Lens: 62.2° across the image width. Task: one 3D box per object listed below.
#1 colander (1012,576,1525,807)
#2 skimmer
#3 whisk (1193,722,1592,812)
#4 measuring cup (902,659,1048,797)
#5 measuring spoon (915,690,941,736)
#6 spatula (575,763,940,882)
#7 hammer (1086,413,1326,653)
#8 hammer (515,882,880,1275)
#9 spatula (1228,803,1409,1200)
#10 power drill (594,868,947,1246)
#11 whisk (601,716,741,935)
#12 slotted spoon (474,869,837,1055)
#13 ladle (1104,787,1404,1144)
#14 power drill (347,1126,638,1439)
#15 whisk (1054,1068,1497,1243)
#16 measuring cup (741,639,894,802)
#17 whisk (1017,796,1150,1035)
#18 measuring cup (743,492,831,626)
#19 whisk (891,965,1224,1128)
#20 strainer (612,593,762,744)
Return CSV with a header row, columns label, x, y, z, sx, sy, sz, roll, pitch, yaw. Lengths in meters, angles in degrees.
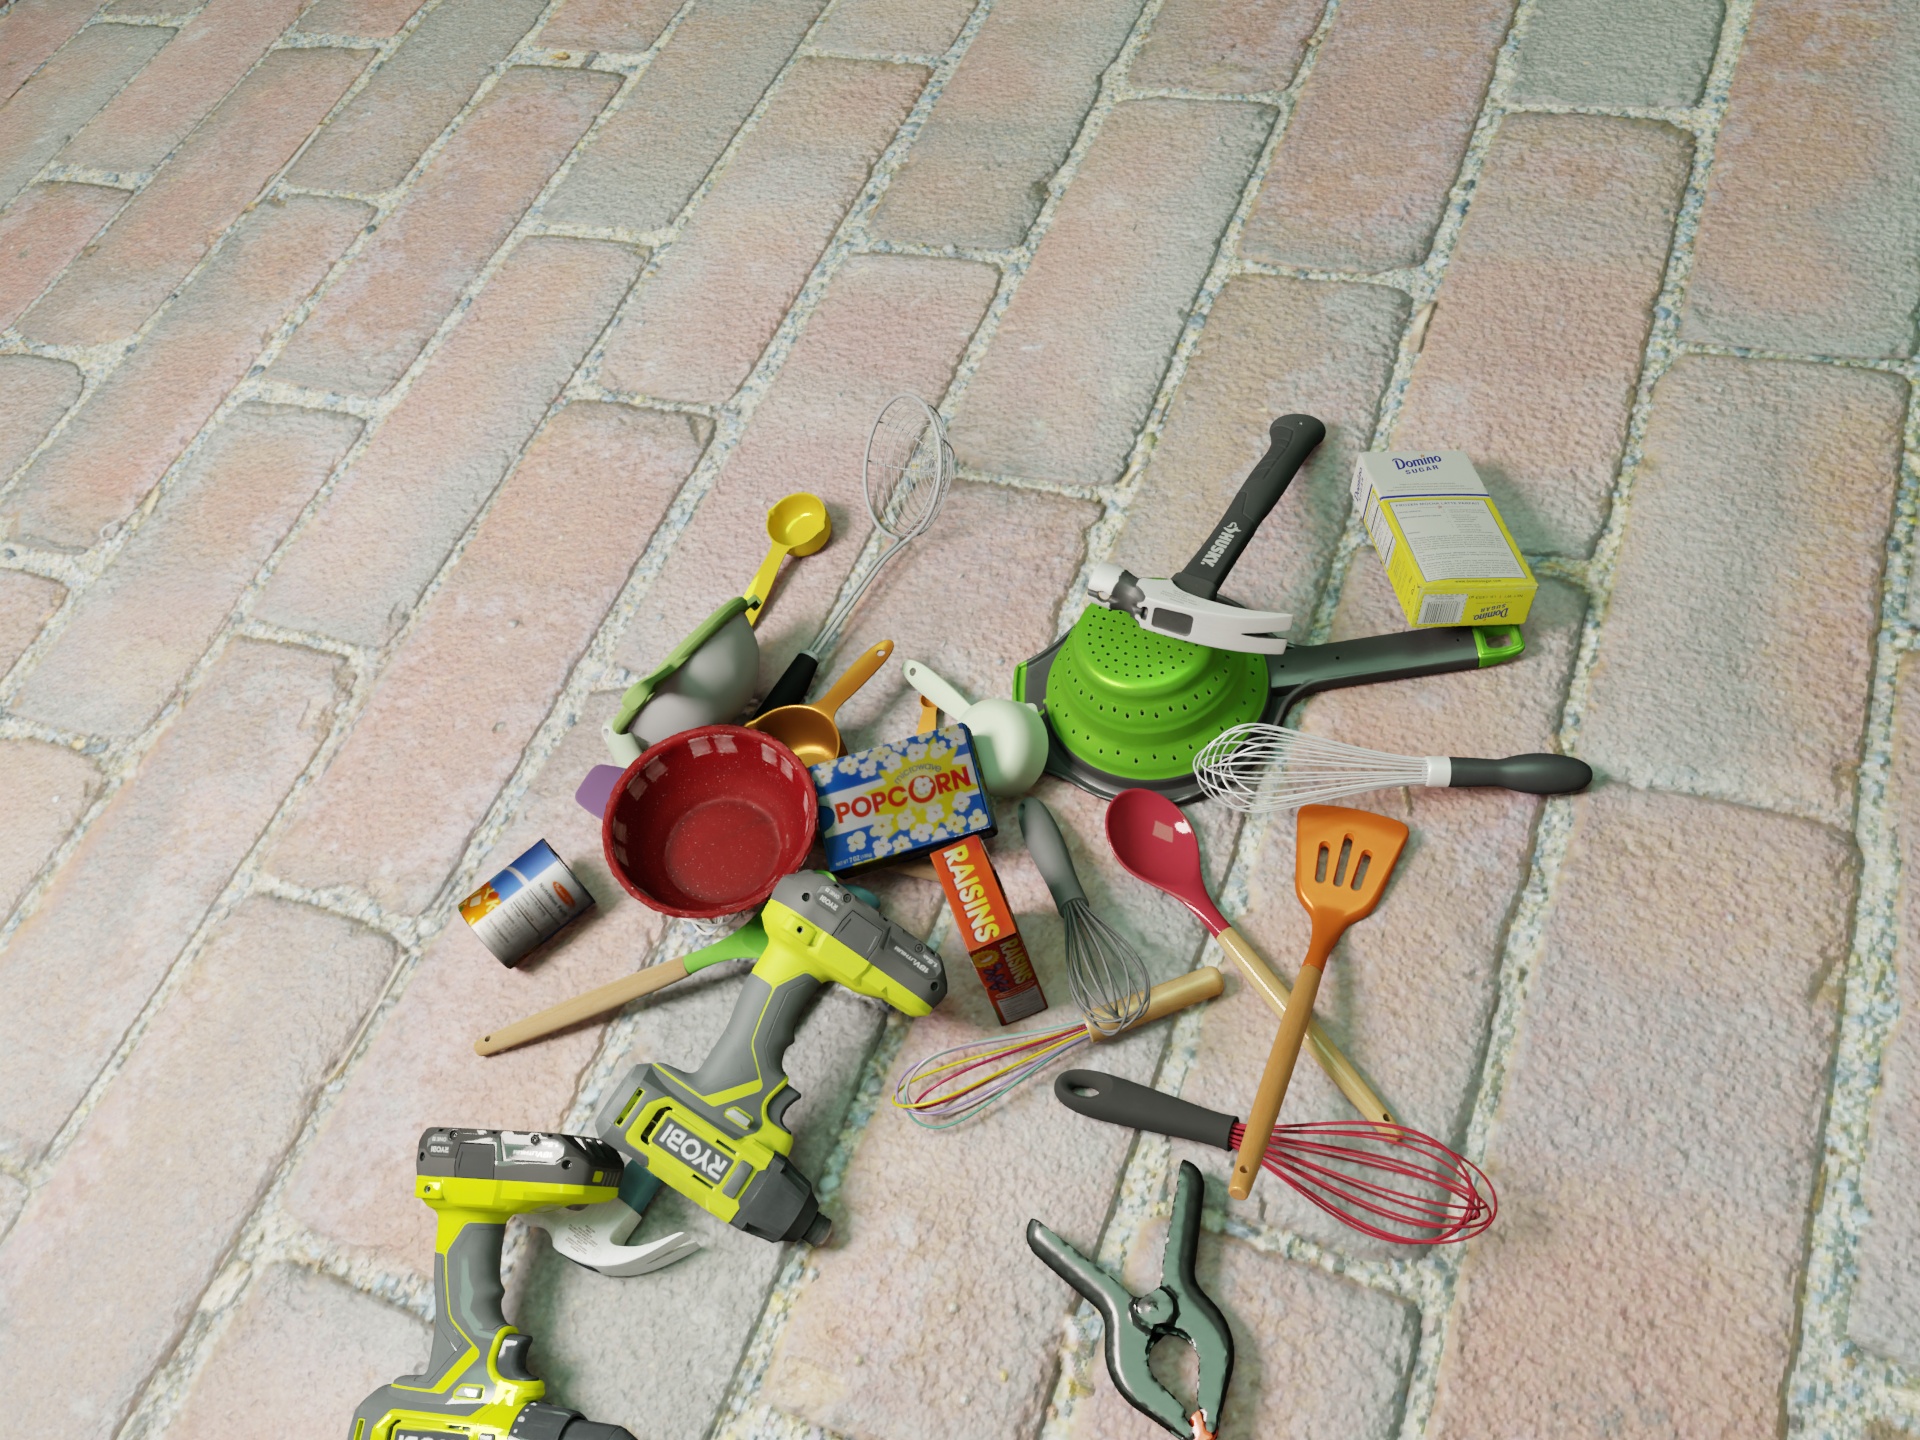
label,x,y,z,sx,sy,sz,roll,pitch,yaw
colander,0.228,-0.055,1.217,0.397,0.094,0.205,-9,55,9
skimmer,-0.116,-0.119,1.354,0.127,0.090,0.363,0,52,55
whisk,0.311,0.035,1.150,0.284,0.070,0.070,1,56,3
measuring cup,-0.002,-0.004,1.254,0.168,0.038,0.083,40,107,33
measuring spoon,-0.029,0.027,1.282,0.021,0.011,0.117,1,60,12
spatula,-0.150,0.086,1.233,0.316,0.018,0.060,13,45,10
hammer,0.230,-0.160,1.258,0.146,0.035,0.335,21,42,17
hammer,-0.171,0.250,1.149,0.128,0.033,0.331,25,66,29
spatula,0.228,0.180,1.063,0.081,0.041,0.323,11,43,21
power drill,-0.114,0.230,1.078,0.171,0.080,0.223,36,77,-6
whisk,-0.240,0.079,1.282,0.059,0.057,0.247,-6,43,-33
slotted spoon,-0.226,0.190,1.186,0.314,0.031,0.070,-23,42,10
ladle,0.202,0.167,1.114,0.069,0.031,0.316,-22,54,-23
power drill,-0.289,0.387,1.037,0.190,0.080,0.229,-1,72,15
whisk,0.194,0.273,1.027,0.296,0.073,0.073,10,59,28
measuring cup,-0.106,0.008,1.289,0.095,0.052,0.174,29,66,29
whisk,0.081,0.131,1.137,0.055,0.055,0.239,-22,39,-1
measuring cup,-0.164,-0.131,1.420,0.062,0.029,0.156,19,74,25
whisk,0.069,0.223,1.101,0.245,0.047,0.051,-20,72,-4
strainer,-0.208,-0.018,1.239,0.069,0.256,0.151,44,97,-5
